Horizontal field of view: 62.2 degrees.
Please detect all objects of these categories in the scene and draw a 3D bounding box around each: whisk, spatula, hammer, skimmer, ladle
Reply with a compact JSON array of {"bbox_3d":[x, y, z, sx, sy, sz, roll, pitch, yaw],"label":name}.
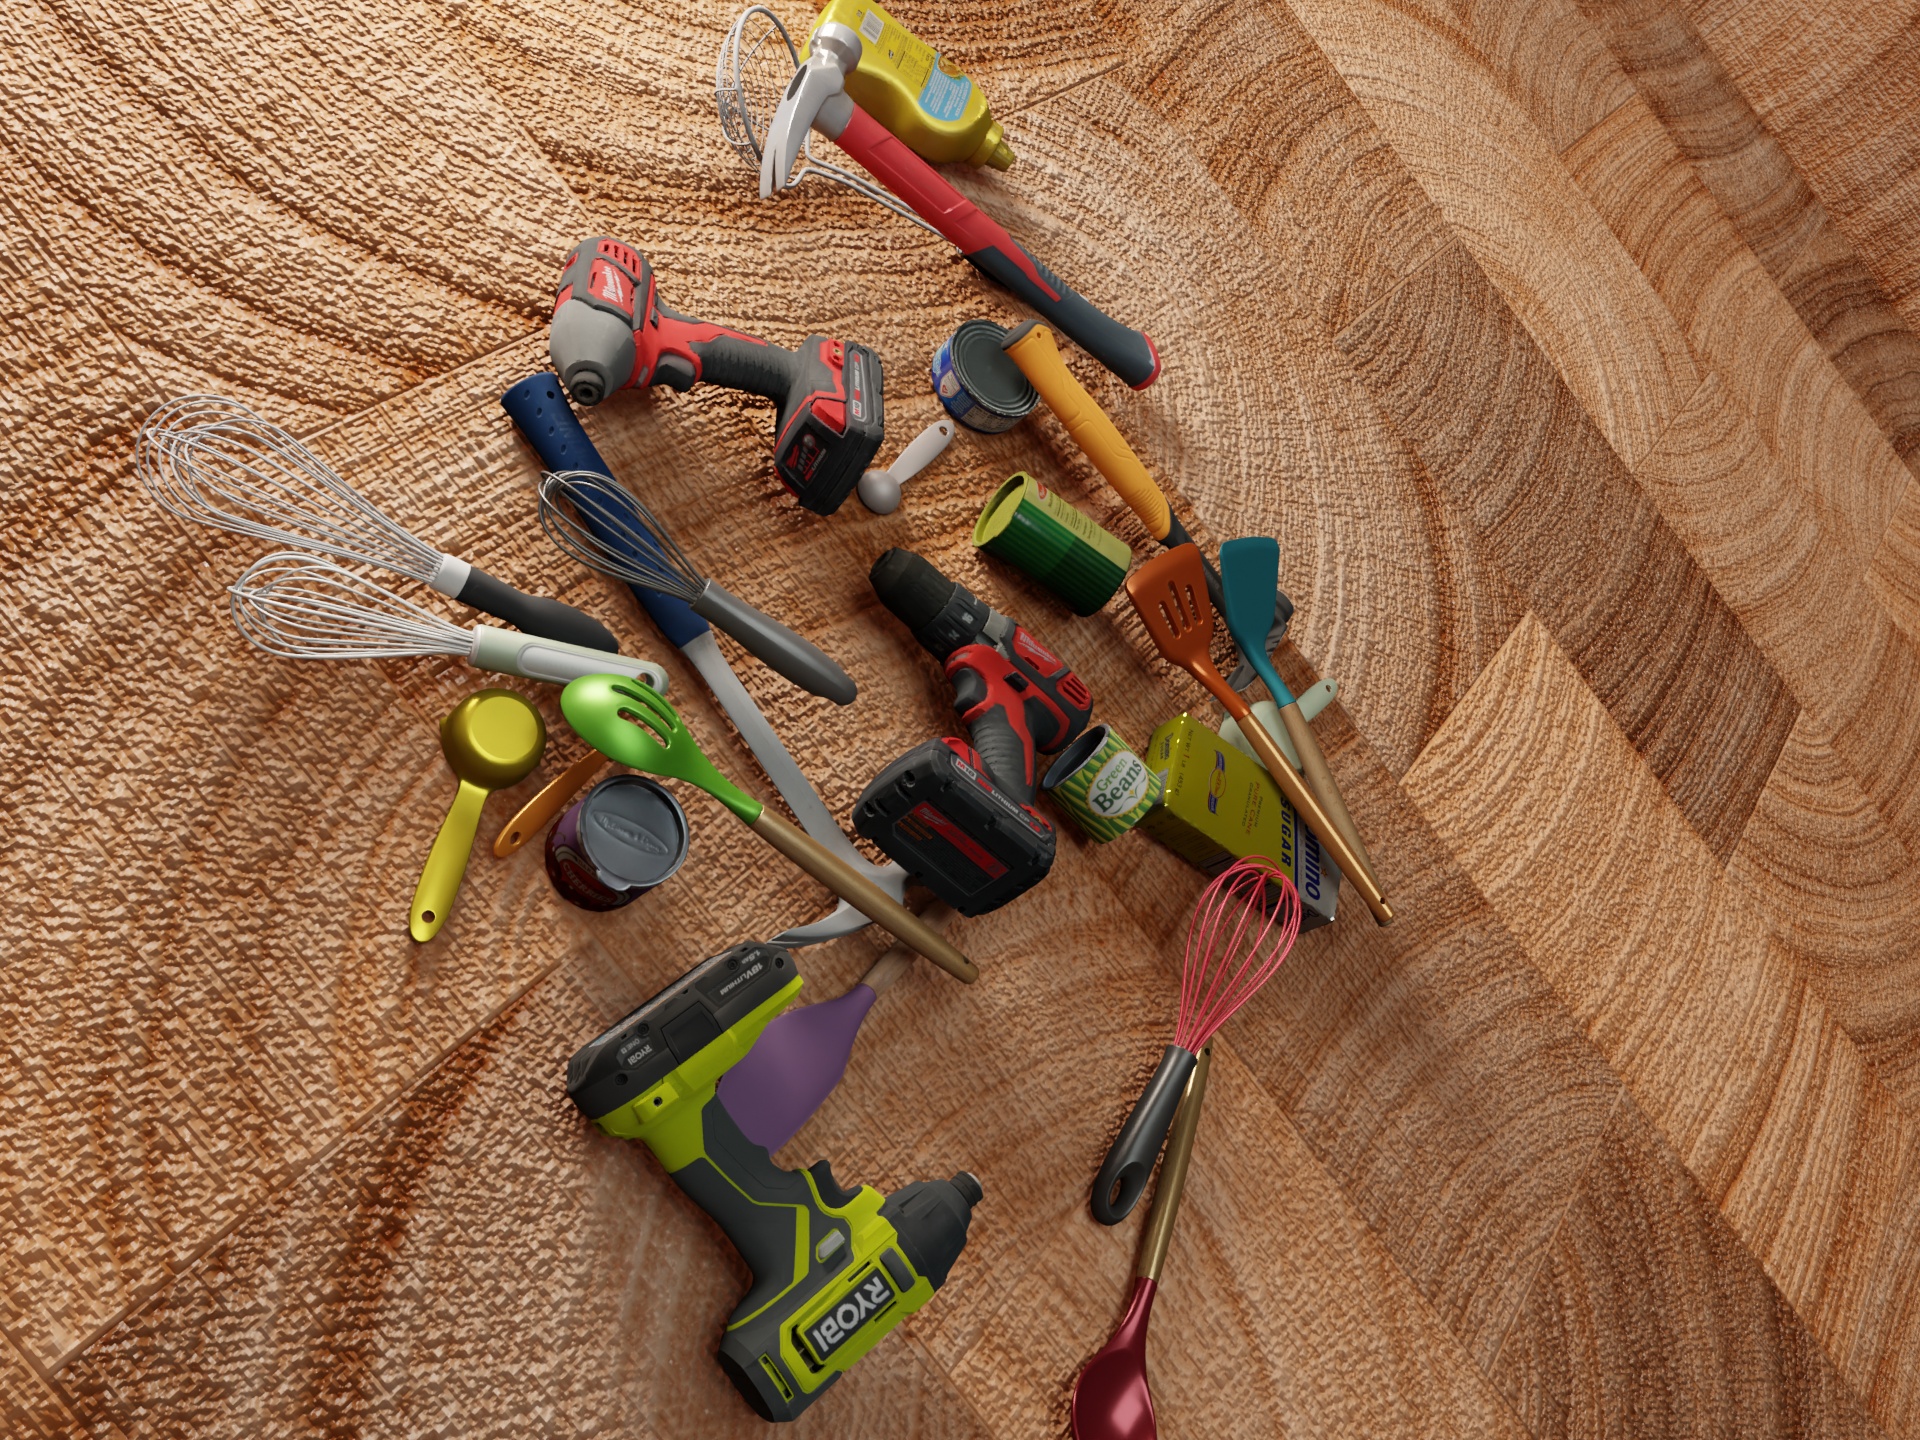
[{"bbox_3d":[-0.283,-0.045,0.900,0.246,0.059,0.058,13,94,-26],"label":"whisk"},{"bbox_3d":[-0.157,-0.078,0.974,0.238,0.055,0.055,35,53,-22],"label":"whisk"},{"bbox_3d":[0.234,0.014,1.205,0.081,0.041,0.323,-31,82,-30],"label":"spatula"},{"bbox_3d":[0.161,0.214,1.094,0.073,0.073,0.296,40,61,-14],"label":"whisk"},{"bbox_3d":[-0.323,-0.096,0.909,0.284,0.070,0.070,28,55,-29],"label":"whisk"},{"bbox_3d":[-0.045,0.154,1.008,0.060,0.018,0.316,50,51,-4],"label":"spatula"},{"bbox_3d":[0.016,-0.357,1.230,0.386,0.038,0.143,31,68,-34],"label":"hammer"},{"bbox_3d":[-0.032,-0.416,1.239,0.363,0.090,0.127,22,59,-26],"label":"skimmer"},{"bbox_3d":[0.142,-0.172,1.259,0.336,0.034,0.127,50,49,-15],"label":"hammer"},{"bbox_3d":[0.127,0.341,1.038,0.069,0.031,0.316,37,50,-19],"label":"ladle"},{"bbox_3d":[0.272,0.008,1.236,0.082,0.044,0.318,-10,73,-46],"label":"spatula"},{"bbox_3d":[-0.165,-0.040,1.003,0.144,0.035,0.405,-34,90,-41],"label":"hammer"}]

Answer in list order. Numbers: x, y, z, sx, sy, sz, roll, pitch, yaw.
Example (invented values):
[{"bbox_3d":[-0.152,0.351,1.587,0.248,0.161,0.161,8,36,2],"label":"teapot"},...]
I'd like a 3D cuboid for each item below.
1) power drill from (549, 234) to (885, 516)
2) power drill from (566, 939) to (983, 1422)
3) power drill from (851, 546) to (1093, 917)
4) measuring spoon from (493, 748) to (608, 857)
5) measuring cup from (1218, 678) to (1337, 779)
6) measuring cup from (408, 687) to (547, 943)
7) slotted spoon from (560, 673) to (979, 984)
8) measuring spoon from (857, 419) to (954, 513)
[{"bbox_3d":[-0.164,-0.227,1.052,0.219,0.078,0.143,20,42,-23],"label":"power drill"},{"bbox_3d":[-0.098,0.242,0.882,0.171,0.080,0.223,-34,93,-30],"label":"power drill"},{"bbox_3d":[-0.002,-0.003,1.050,0.187,0.080,0.227,41,35,-18],"label":"power drill"},{"bbox_3d":[-0.229,0.042,0.926,0.117,0.011,0.021,-50,145,-41],"label":"measuring spoon"},{"bbox_3d":[0.275,0.001,1.295,0.167,0.038,0.083,-36,91,-38],"label":"measuring cup"},{"bbox_3d":[-0.273,0.050,0.886,0.062,0.029,0.157,26,55,-24],"label":"measuring cup"},{"bbox_3d":[-0.102,0.069,0.947,0.313,0.031,0.070,40,28,-22],"label":"slotted spoon"},{"bbox_3d":[-0.034,-0.195,1.181,0.034,0.018,0.124,47,49,-8],"label":"measuring spoon"}]
